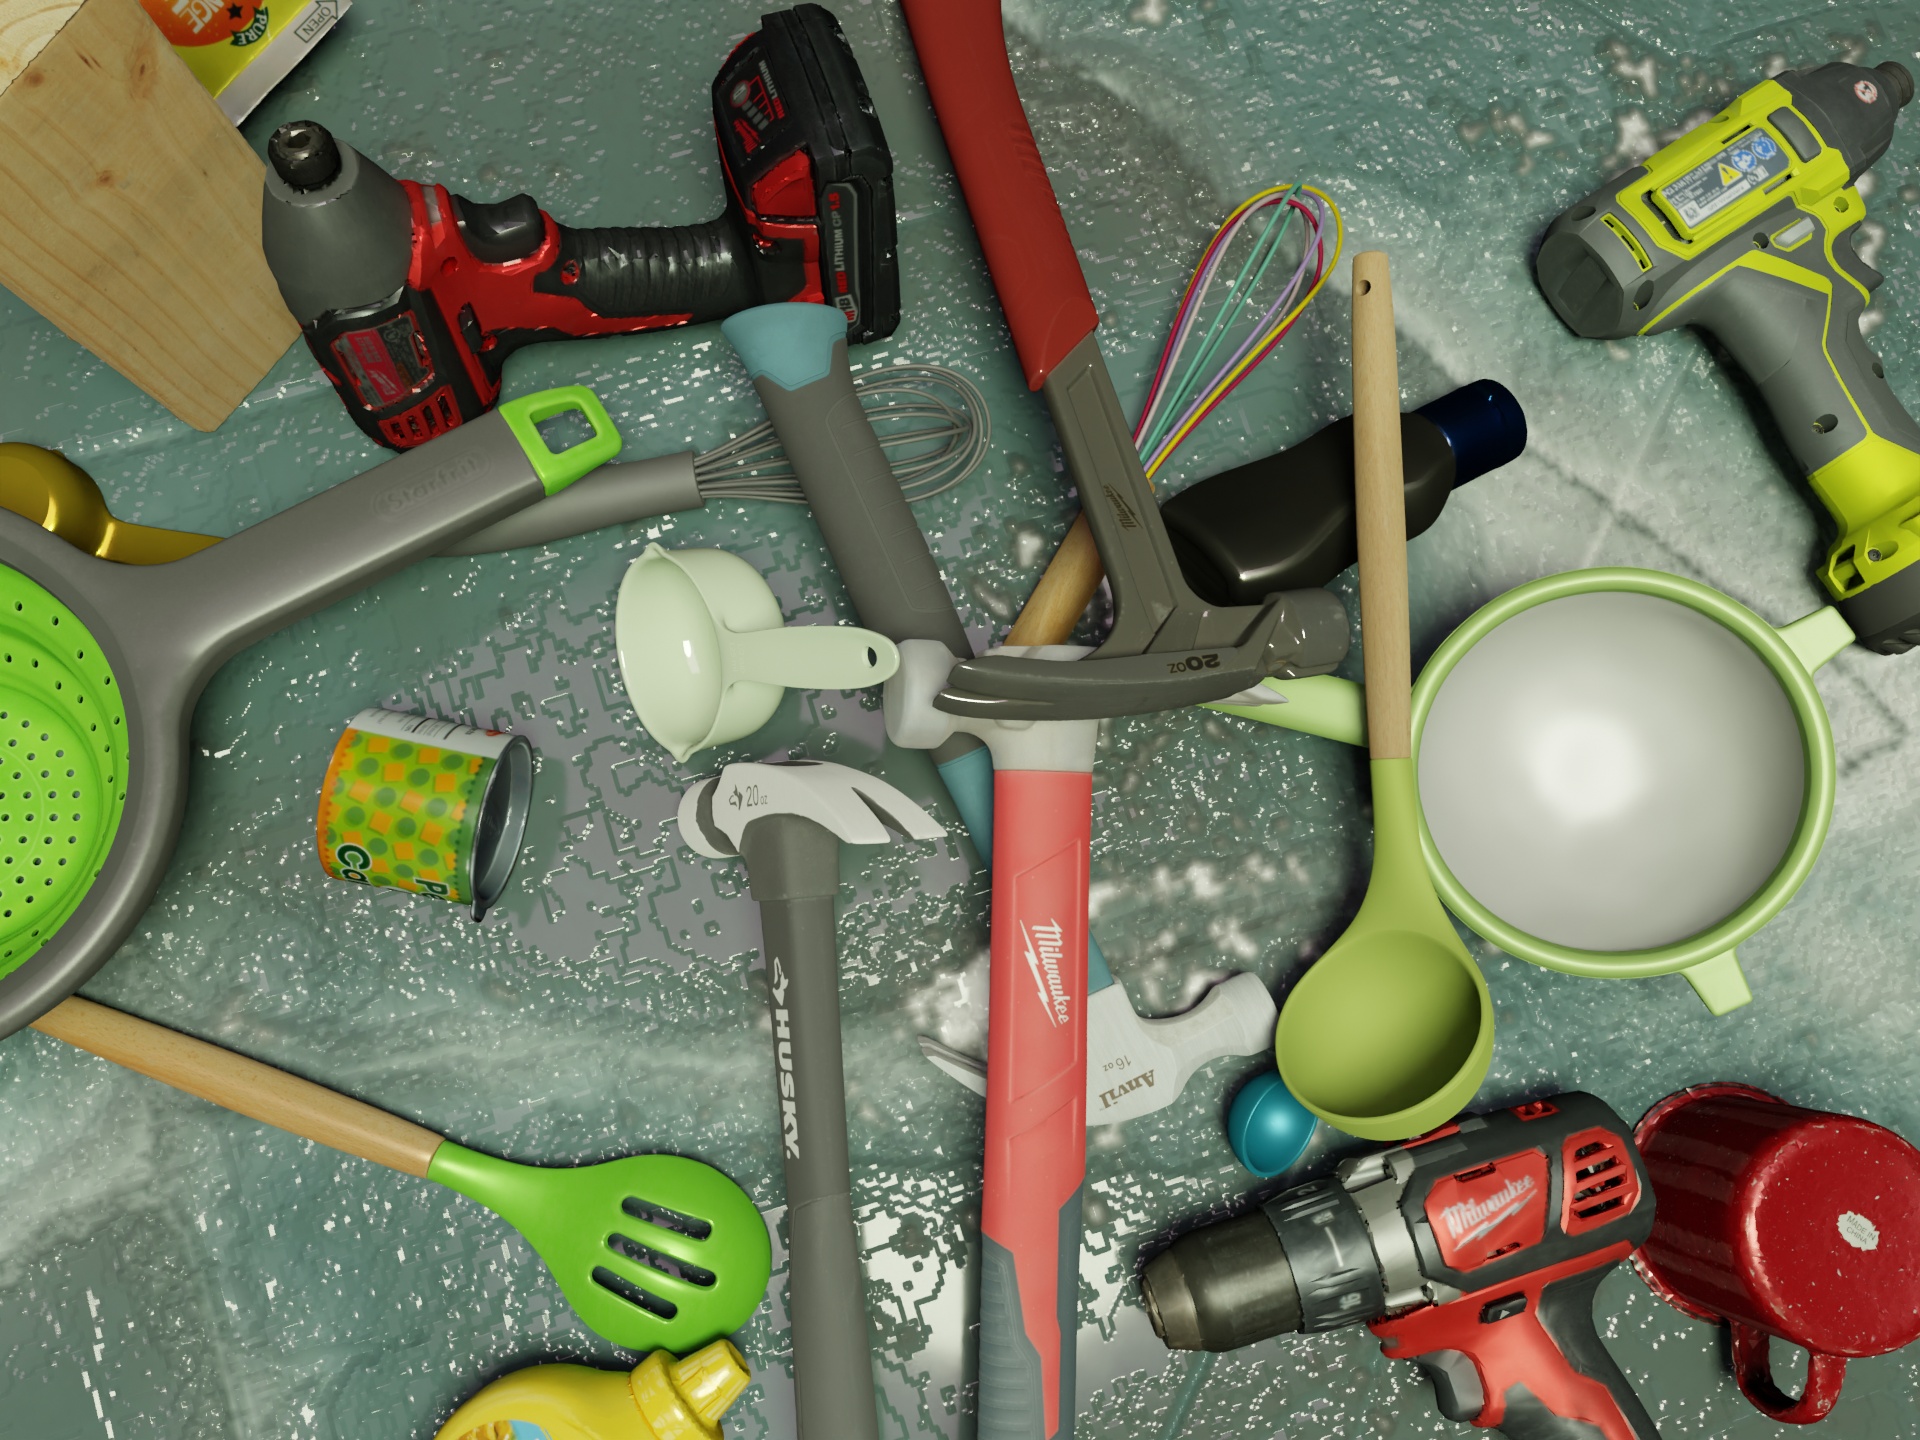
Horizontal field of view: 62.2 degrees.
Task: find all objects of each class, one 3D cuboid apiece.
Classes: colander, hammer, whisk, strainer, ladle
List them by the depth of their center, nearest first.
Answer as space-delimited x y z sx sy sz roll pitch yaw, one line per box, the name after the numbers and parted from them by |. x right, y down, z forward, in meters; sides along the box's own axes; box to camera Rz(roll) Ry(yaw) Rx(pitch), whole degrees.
-0.045 0.178 0.545 0.035 0.146 0.335 -2 84 -32 | hammer
0.040 0.168 0.554 0.143 0.038 0.386 2 87 -15 | hammer
0.148 -0.013 0.572 0.078 0.062 0.320 -4 86 39 | ladle
-0.305 -0.012 0.583 0.397 0.094 0.204 -30 84 -16 | colander
-0.001 -0.002 0.592 0.128 0.033 0.331 -25 94 -6 | hammer
0.020 -0.166 0.596 0.149 0.036 0.359 -6 65 -22 | hammer
0.195 0.006 0.622 0.256 0.069 0.151 14 95 17 | strainer
-0.106 -0.097 0.625 0.239 0.055 0.055 -11 82 0 | whisk
0.083 -0.116 0.640 0.047 0.051 0.245 31 84 -3 | whisk

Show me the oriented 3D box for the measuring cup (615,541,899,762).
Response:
-0.065 -0.026 0.567 0.038 0.168 0.083 -14 102 -41 | measuring cup

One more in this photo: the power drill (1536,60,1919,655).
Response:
0.368 -0.155 0.643 0.171 0.080 0.223 -33 81 -7 | power drill

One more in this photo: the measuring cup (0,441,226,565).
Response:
-0.319 -0.070 0.617 0.156 0.029 0.062 12 81 1 | measuring cup

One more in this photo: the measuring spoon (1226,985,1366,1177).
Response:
0.142 0.119 0.617 0.128 0.021 0.042 -49 127 -17 | measuring spoon

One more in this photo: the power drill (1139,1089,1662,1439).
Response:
0.180 0.263 0.568 0.188 0.080 0.227 -16 79 -5 | power drill

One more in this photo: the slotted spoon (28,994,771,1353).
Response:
-0.219 0.155 0.589 0.314 0.031 0.070 21 79 2 | slotted spoon

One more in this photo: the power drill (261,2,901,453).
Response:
-0.138 -0.180 0.587 0.219 0.143 0.079 -16 65 -7 | power drill
